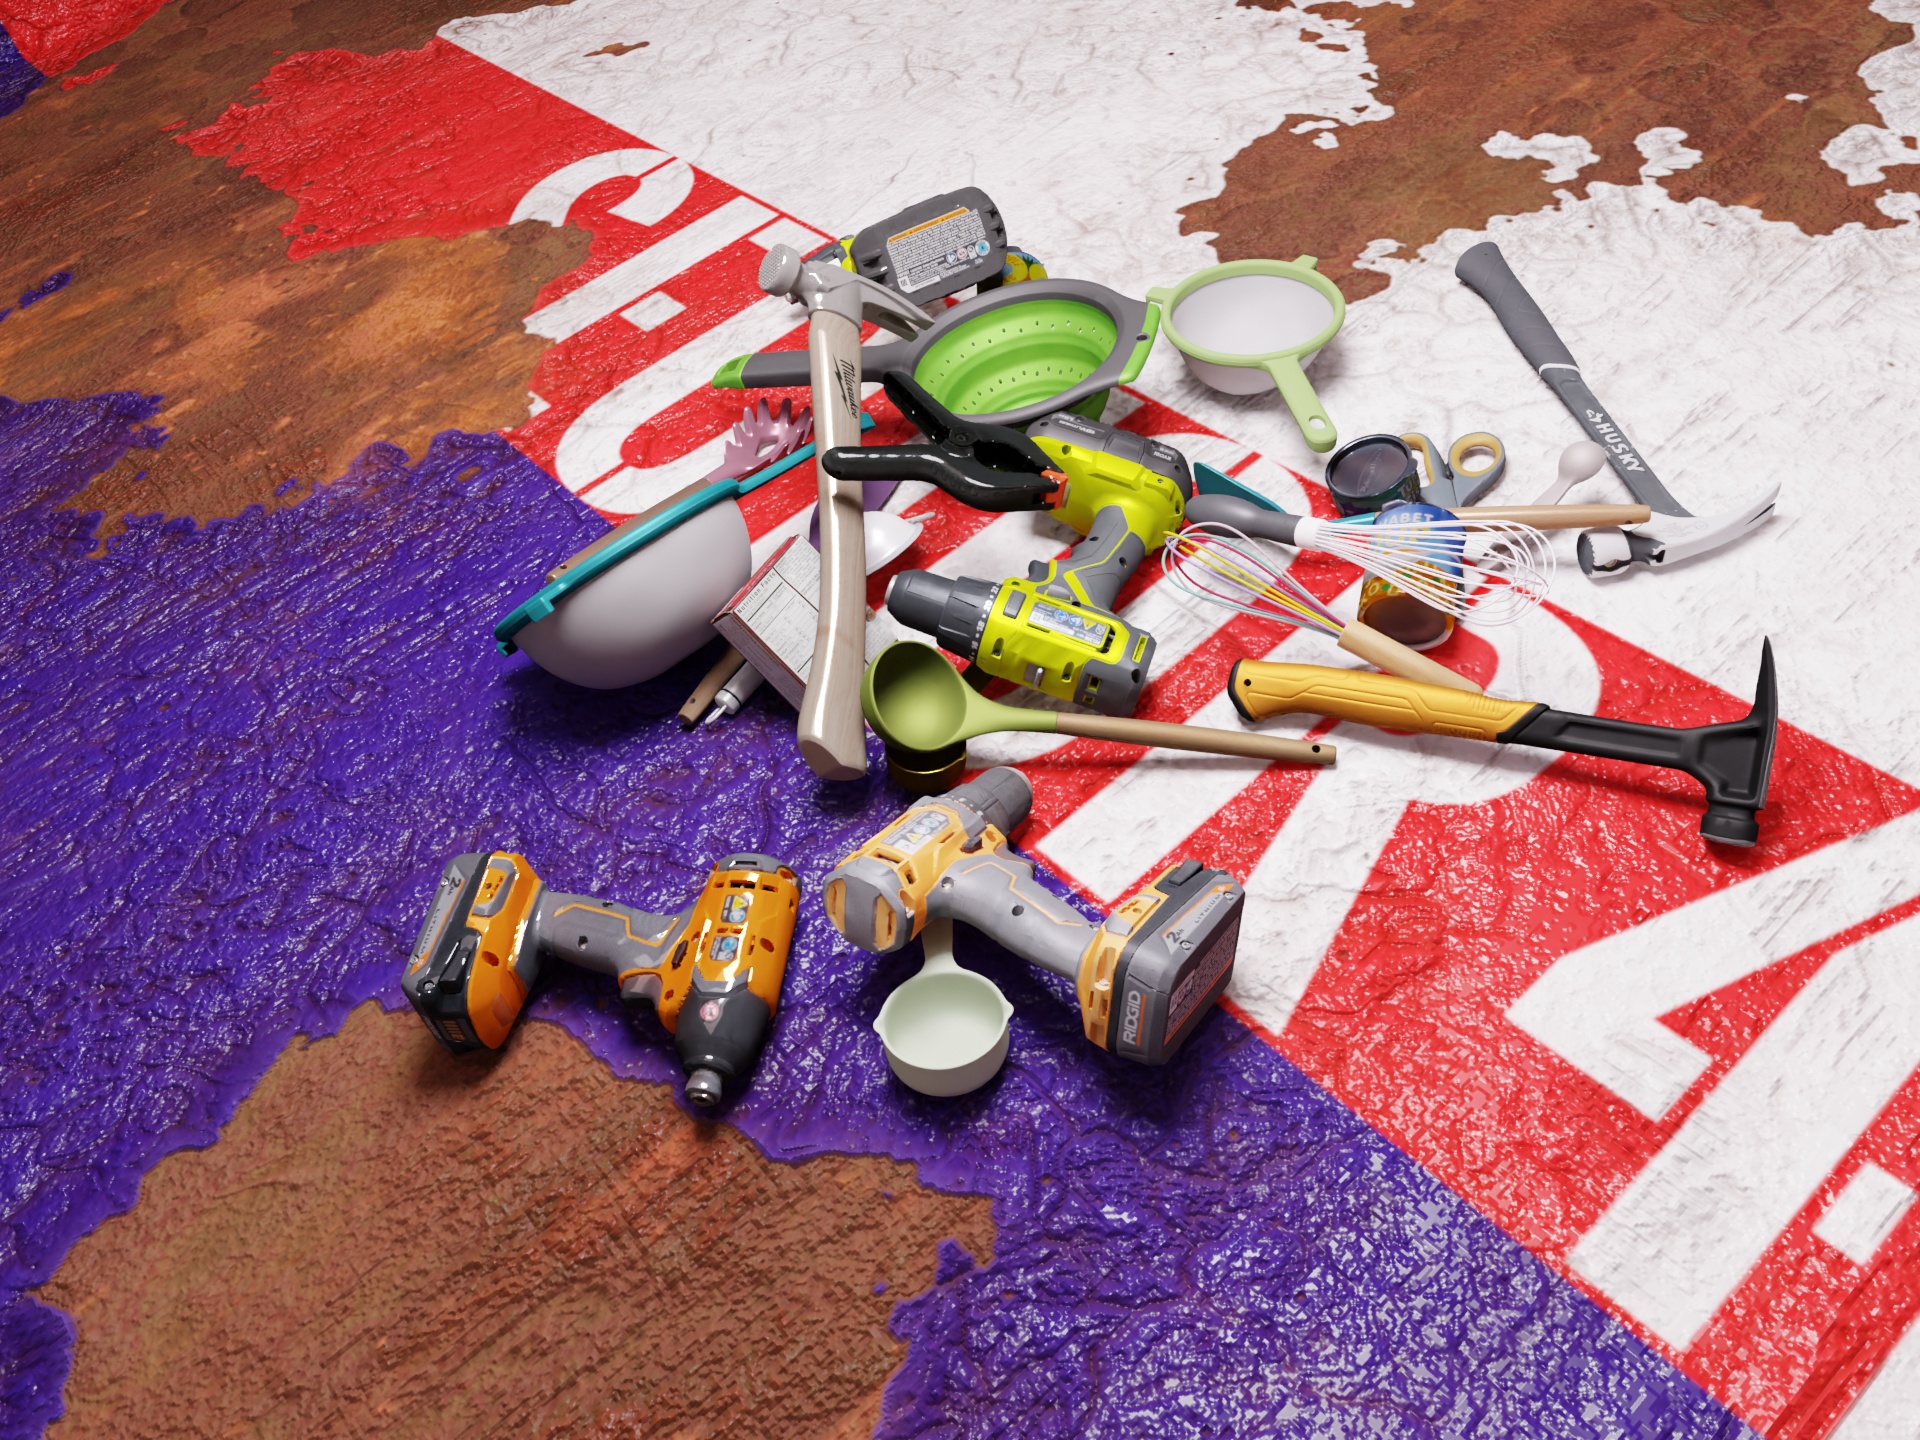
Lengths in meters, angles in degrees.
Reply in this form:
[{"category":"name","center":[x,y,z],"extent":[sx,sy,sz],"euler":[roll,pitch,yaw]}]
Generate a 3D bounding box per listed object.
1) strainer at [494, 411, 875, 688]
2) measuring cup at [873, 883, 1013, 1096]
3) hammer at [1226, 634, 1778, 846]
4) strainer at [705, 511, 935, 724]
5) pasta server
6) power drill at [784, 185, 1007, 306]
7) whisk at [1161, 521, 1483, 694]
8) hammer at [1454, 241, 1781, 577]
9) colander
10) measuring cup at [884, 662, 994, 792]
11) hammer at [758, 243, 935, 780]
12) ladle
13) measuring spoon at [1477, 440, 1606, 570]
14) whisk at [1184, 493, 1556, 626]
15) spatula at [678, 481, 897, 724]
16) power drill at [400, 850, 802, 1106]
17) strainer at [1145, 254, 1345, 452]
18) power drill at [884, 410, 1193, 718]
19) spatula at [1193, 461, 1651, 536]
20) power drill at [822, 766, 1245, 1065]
[{"category":"strainer","center":[-0.183,-0.119,1.205],"extent":[0.340,0.095,0.211],"euler":[-35,8,-22]},{"category":"measuring cup","center":[-0.011,0.161,0.979],"extent":[0.083,0.038,0.168],"euler":[-7,36,1]},{"category":"hammer","center":[0.338,-0.010,1.024],"extent":[0.337,0.034,0.127],"euler":[9,90,26]},{"category":"strainer","center":[-0.111,-0.091,1.218],"extent":[0.258,0.050,0.087],"euler":[-51,26,-22]},{"category":"pasta server","center":[-0.224,-0.186,1.290],"extent":[0.060,0.040,0.316],"euler":[25,41,20]},{"category":"power drill","center":[-0.062,-0.418,1.442],"extent":[0.171,0.080,0.223],"euler":[-26,20,-13]},{"category":"whisk","center":[0.244,-0.071,1.094],"extent":[0.245,0.047,0.051],"euler":[31,63,16]},{"category":"hammer","center":[0.487,-0.265,1.255],"extent":[0.149,0.036,0.409],"euler":[-12,47,0]},{"category":"colander","center":[-0.023,-0.272,1.339],"extent":[0.397,0.094,0.205],"euler":[2,47,23]},{"category":"measuring cup","center":[-0.002,-0.004,1.135],"extent":[0.062,0.029,0.157],"euler":[17,44,20]},{"category":"hammer","center":[-0.079,-0.152,1.160],"extent":[0.038,0.146,0.411],"euler":[-27,57,46]},{"category":"ladle","center":[0.091,0.000,1.063],"extent":[0.320,0.062,0.078],"euler":[7,67,6]},{"category":"measuring spoon","center":[0.416,-0.157,1.149],"extent":[0.124,0.018,0.034],"euler":[-47,33,3]},{"category":"whisk","center":[0.266,-0.121,1.075],"extent":[0.285,0.070,0.070],"euler":[21,55,42]},{"category":"spatula","center":[-0.135,-0.111,1.262],"extent":[0.060,0.018,0.316],"euler":[11,50,26]},{"category":"power drill","center":[-0.222,0.159,0.995],"extent":[0.226,0.084,0.164],"euler":[1,49,8]},{"category":"strainer","center":[0.254,-0.281,1.297],"extent":[0.151,0.069,0.257],"euler":[-13,47,-2]},{"category":"power drill","center":[0.065,-0.119,1.161],"extent":[0.190,0.080,0.229],"euler":[20,53,6]},{"category":"spatula","center":[0.327,-0.154,1.152],"extent":[0.317,0.082,0.044],"euler":[1,67,18]},{"category":"power drill","center":[0.056,0.103,0.970],"extent":[0.226,0.084,0.185],"euler":[19,32,26]}]
